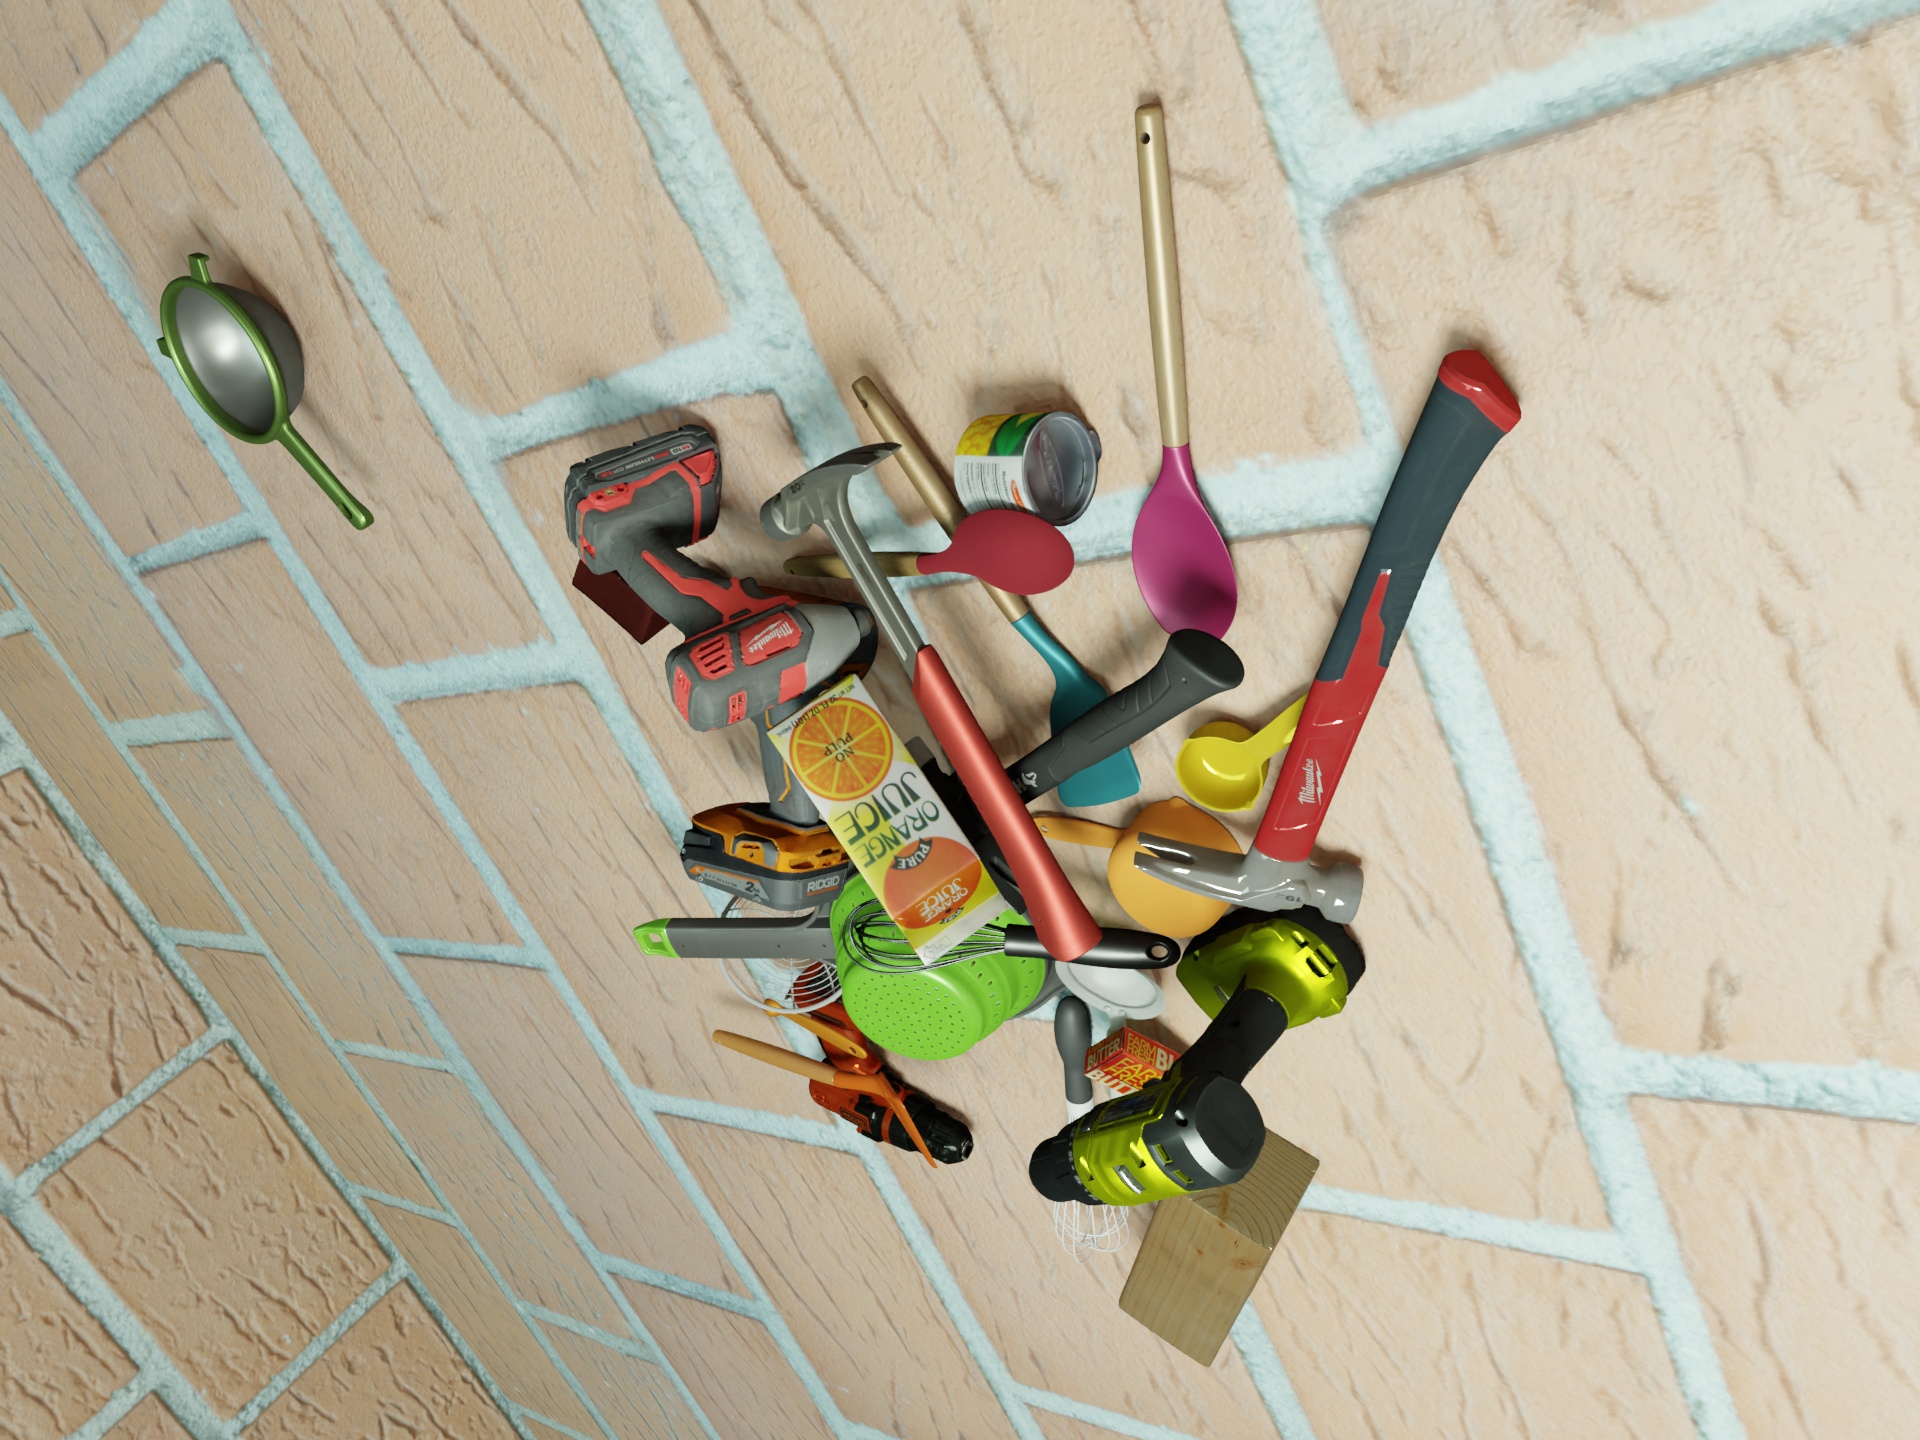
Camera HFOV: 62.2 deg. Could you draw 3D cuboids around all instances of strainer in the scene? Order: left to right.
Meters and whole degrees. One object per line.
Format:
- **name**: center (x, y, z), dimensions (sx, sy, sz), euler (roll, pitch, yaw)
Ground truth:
- **strainer**: center (-0.584, -0.281, 1.387), dimensions (0.256, 0.069, 0.151), euler (51, 139, -7)
- **strainer**: center (0.121, 0.236, 1.222), dimensions (0.087, 0.050, 0.258), euler (14, 138, 22)

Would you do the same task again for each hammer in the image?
- **hammer**: center (-0.002, -0.003, 1.012), dimensions (0.149, 0.037, 0.359), euler (-12, 111, 57)
- **hammer**: center (0.071, 0.026, 1.023), dimensions (0.146, 0.035, 0.334), euler (52, 145, -1)
- **hammer**: center (0.204, -0.033, 0.889), dimensions (0.143, 0.038, 0.386), euler (13, 132, 3)

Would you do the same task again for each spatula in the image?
- **spatula**: center (-0.131, 0.322, 1.431), dimensions (0.323, 0.041, 0.081), euler (5, 129, 46)
- **spatula**: center (0.019, -0.083, 1.030), dimensions (0.082, 0.044, 0.317), euler (-16, 113, 53)

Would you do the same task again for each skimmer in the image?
- **skimmer**: center (-0.086, 0.136, 1.278), dimensions (0.127, 0.090, 0.363), euler (40, 141, -6)

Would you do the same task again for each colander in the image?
- **colander**: center (-0.101, 0.196, 1.250), dimensions (0.397, 0.095, 0.204), euler (-4, 126, 23)

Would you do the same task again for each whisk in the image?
- **whisk**: center (0.034, 0.157, 1.112), dimensions (0.239, 0.055, 0.055), euler (2, 128, 11)
- **whisk**: center (0.102, 0.340, 1.319), dimensions (0.070, 0.070, 0.284), euler (15, 126, 33)

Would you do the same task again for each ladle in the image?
- **ladle**: center (-0.037, -0.104, 1.035), dimensions (0.069, 0.031, 0.315), euler (45, 159, -28)

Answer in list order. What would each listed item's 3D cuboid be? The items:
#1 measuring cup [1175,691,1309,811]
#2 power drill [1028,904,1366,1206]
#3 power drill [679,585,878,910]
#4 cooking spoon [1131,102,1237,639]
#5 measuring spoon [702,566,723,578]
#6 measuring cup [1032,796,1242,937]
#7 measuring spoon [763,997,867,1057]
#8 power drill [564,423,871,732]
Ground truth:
- **measuring cup**: center (0.196, 0.003, 0.973), dimensions (0.062, 0.029, 0.156), euler (45, 129, -6)
- **power drill**: center (0.150, 0.222, 1.031), dimensions (0.080, 0.228, 0.190), euler (50, 141, -4)
- **power drill**: center (-0.148, 0.012, 1.188), dimensions (0.164, 0.084, 0.226), euler (14, 103, 34)
- **cooking spoon**: center (0.118, -0.179, 0.885), dimensions (0.069, 0.017, 0.318), euler (15, 132, 32)
- **measuring spoon**: center (-0.196, -0.078, 1.261), dimensions (0.034, 0.018, 0.124), euler (25, 144, 14)
- **measuring cup**: center (0.109, 0.099, 1.102), dimensions (0.174, 0.052, 0.095), euler (9, 128, 34)
- **measuring spoon**: center (-0.131, 0.275, 1.408), dimensions (0.117, 0.011, 0.021), euler (21, 136, 29)
- **power drill**: center (-0.168, -0.098, 1.092), dimensions (0.220, 0.143, 0.078), euler (51, 151, 26)
